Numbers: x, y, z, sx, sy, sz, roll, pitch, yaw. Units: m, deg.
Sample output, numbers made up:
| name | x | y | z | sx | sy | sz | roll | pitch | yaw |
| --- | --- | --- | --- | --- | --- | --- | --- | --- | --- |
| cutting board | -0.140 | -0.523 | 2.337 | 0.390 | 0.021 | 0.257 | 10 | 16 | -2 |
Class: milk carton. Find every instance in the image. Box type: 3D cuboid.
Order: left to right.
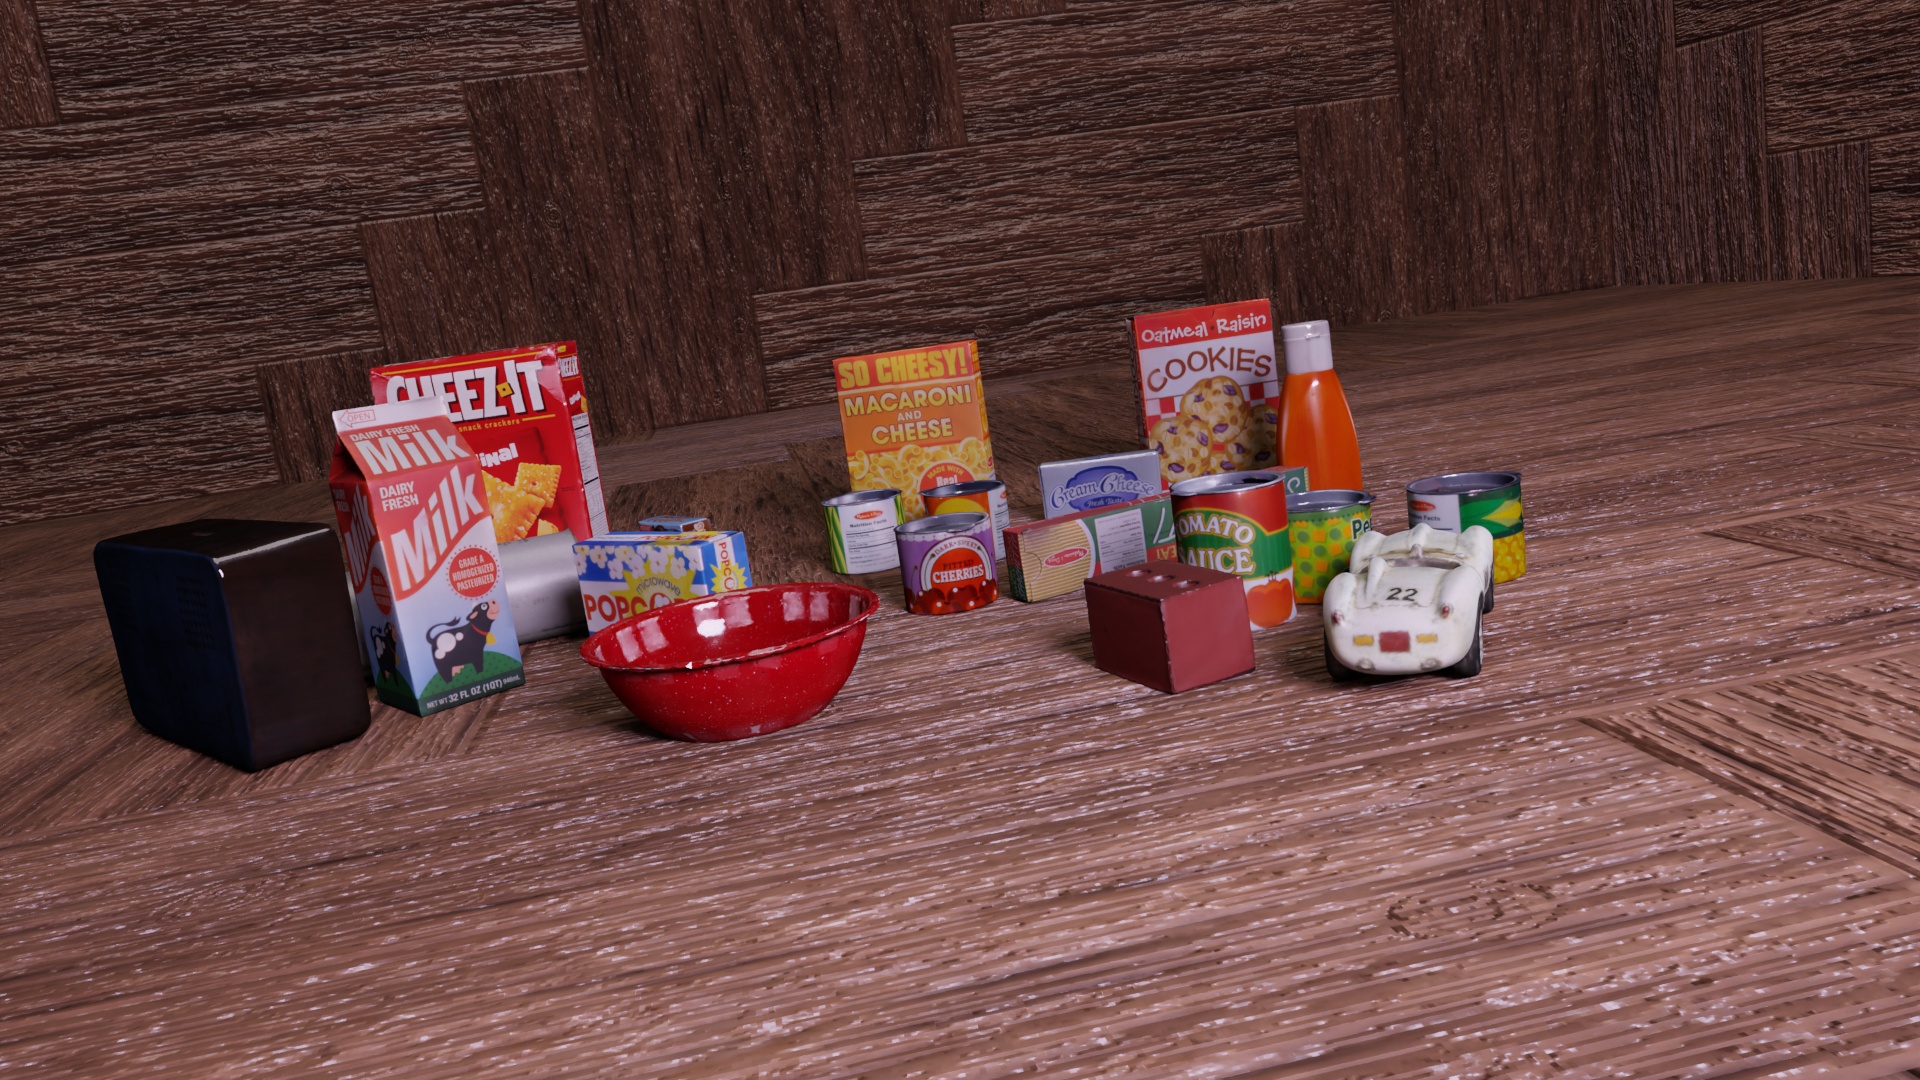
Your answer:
| name | x | y | z | sx | sy | sz | roll | pitch | yaw |
| --- | --- | --- | --- | --- | --- | --- | --- | --- | --- |
| milk carton | -0.341 | 0.007 | 0.879 | 0.072 | 0.190 | 0.073 | -16 | 13 | -41 |

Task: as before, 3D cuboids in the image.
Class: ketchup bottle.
| name | x | y | z | sx | sy | sz | roll | pitch | yaw |
| --- | --- | --- | --- | --- | --- | --- | --- | --- | --- |
| ketchup bottle | 0.278 | -0.097 | 1.092 | 0.065 | 0.148 | 0.043 | -8 | 10 | -2 |

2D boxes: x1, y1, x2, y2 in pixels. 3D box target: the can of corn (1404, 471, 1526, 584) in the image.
| name | x | y | z | sx | sy | sz | roll | pitch | yaw |
| --- | --- | --- | --- | --- | --- | --- | --- | --- | --- |
| can of corn | 0.307 | -0.008 | 0.838 | 0.071 | 0.058 | 0.071 | -8 | 10 | 1 |

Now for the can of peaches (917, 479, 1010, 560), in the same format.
| name | x | y | z | sx | sy | sz | roll | pitch | yaw |
| --- | --- | --- | --- | --- | --- | --- | --- | --- | --- |
| can of peaches | 0.004 | -0.014 | 1.100 | 0.071 | 0.058 | 0.071 | -8 | 10 | 1 |

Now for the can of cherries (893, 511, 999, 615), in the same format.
| name | x | y | z | sx | sy | sz | roll | pitch | yaw |
| --- | --- | --- | --- | --- | --- | --- | --- | --- | --- |
| can of cherries | -0.009 | 0.016 | 0.949 | 0.071 | 0.058 | 0.071 | -8 | 10 | 1 |

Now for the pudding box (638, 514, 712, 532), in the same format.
| name | x | y | z | sx | sy | sz | roll | pitch | yaw |
| --- | --- | --- | --- | --- | --- | --- | --- | --- | --- |
| pudding box | -0.246 | 0.005 | 1.211 | 0.030 | 0.049 | 0.083 | -16 | 13 | -37 |

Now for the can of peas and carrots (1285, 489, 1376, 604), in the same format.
| name | x | y | z | sx | sy | sz | roll | pitch | yaw |
| --- | --- | --- | --- | --- | --- | --- | --- | --- | --- |
| can of peas and carrots | 0.220 | 0.003 | 0.845 | 0.071 | 0.058 | 0.071 | -8 | 10 | 1 |

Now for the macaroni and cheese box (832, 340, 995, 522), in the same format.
| name | x | y | z | sx | sy | sz | roll | pitch | yaw |
| --- | --- | --- | --- | --- | --- | --- | --- | --- | --- |
| macaroni and cheese box | -0.037 | -0.084 | 1.208 | 0.124 | 0.166 | 0.040 | -6 | 10 | 10 |

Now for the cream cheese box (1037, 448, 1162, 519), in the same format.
| name | x | y | z | sx | sy | sz | roll | pitch | yaw |
| --- | --- | --- | --- | --- | --- | --- | --- | --- | --- |
| cream cheese box | 0.122 | -0.046 | 1.200 | 0.104 | 0.053 | 0.024 | -7 | 10 | 6 |

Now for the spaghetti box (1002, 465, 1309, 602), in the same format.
| name | x | y | z | sx | sy | sz | roll | pitch | yaw |
| --- | --- | --- | --- | --- | --- | --- | --- | --- | --- |
| spaghetti box | 0.145 | -0.008 | 0.983 | 0.251 | 0.050 | 0.028 | -13 | 11 | -26 |

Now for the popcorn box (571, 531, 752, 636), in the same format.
| name | x | y | z | sx | sy | sz | roll | pitch | yaw |
| --- | --- | --- | --- | --- | --- | --- | --- | --- | --- |
| popcorn box | -0.188 | 0.039 | 0.883 | 0.126 | 0.085 | 0.038 | 0 | 13 | 38 |

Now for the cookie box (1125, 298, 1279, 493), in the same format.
| name | x | y | z | sx | sy | sz | roll | pitch | yaw |
| --- | --- | --- | --- | --- | --- | --- | --- | --- | --- |
| cookie box | 0.218 | -0.123 | 1.226 | 0.123 | 0.167 | 0.040 | -9 | 10 | -6 |

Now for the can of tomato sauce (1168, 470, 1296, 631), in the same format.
| name | x | y | z | sx | sy | sz | roll | pitch | yaw |
| --- | --- | --- | --- | --- | --- | --- | --- | --- | --- |
| can of tomato sauce | 0.158 | 0.006 | 0.807 | 0.071 | 0.083 | 0.071 | -8 | 10 | 1 |

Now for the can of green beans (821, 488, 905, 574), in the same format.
| name | x | y | z | sx | sy | sz | roll | pitch | yaw |
| --- | --- | --- | --- | --- | --- | --- | --- | --- | --- |
| can of green beans | -0.076 | -0.008 | 1.127 | 0.071 | 0.057 | 0.071 | -8 | 10 | 1 |
